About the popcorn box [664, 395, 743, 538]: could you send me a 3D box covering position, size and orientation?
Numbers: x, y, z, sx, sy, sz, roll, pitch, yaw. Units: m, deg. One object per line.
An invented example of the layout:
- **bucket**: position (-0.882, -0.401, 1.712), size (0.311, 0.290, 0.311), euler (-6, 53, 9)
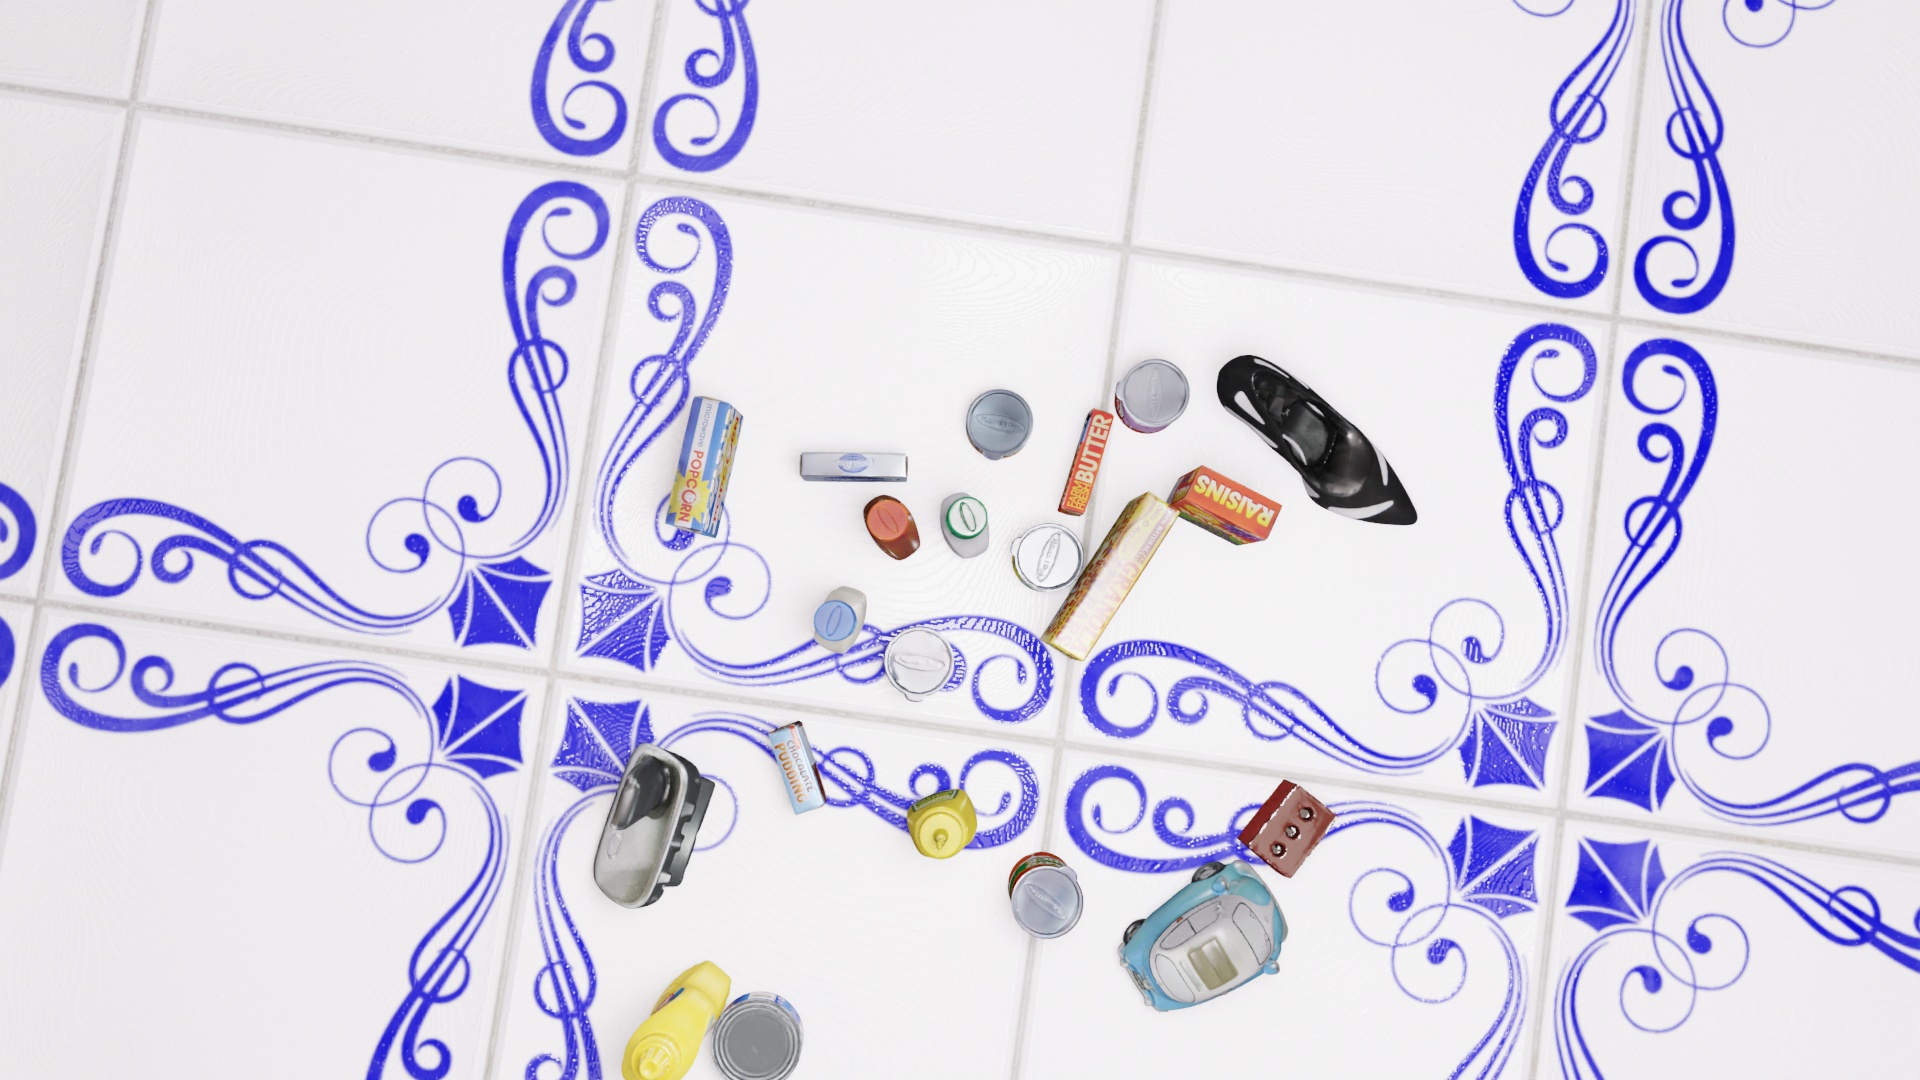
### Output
- **popcorn box**: position (-0.244, -0.069, 1.329), size (0.038, 0.085, 0.126), euler (12, 86, -1)

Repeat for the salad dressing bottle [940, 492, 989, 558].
- **salad dressing bottle**: position (0.005, -0.016, 1.301), size (0.044, 0.147, 0.064), euler (-21, 87, -2)

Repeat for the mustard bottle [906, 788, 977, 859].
- **mustard bottle**: position (-0.017, 0.263, 1.275), size (0.065, 0.160, 0.049), euler (-20, 87, -2)

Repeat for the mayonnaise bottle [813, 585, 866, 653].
- **mayonnaise bottle**: position (-0.113, 0.074, 1.291), size (0.041, 0.148, 0.065), euler (19, 87, 0)

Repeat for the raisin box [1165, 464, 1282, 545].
- **raisin box**: position (0.247, -0.032, 1.320), size (0.086, 0.123, 0.040), euler (28, 87, 0)

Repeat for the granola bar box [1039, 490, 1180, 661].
- **granola bar box**: position (0.139, 0.036, 1.312), size (0.039, 0.124, 0.165), euler (33, 86, 1)

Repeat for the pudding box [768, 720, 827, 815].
- **pudding box**: position (-0.155, 0.217, 1.330), size (0.030, 0.049, 0.083), euler (-19, 87, -2)

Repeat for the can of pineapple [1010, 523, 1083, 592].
- **can of pineapple**: position (0.082, 0.016, 1.345), size (0.071, 0.058, 0.071), euler (0, 86, -1)

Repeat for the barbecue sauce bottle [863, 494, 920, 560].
- **barbecue sauce bottle**: position (-0.065, -0.015, 1.298), size (0.044, 0.148, 0.065), euler (-36, 88, -3)

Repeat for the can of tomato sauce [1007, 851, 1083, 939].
- **can of tomato sauce**: position (0.080, 0.331, 1.311), size (0.071, 0.083, 0.071), euler (0, 87, -1)

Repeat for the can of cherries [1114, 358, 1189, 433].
- **can of cherries**: position (0.184, -0.141, 1.358), size (0.071, 0.058, 0.071), euler (0, 86, -1)

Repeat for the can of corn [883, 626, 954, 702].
- **can of corn**: position (-0.040, 0.118, 1.335), size (0.071, 0.058, 0.071), euler (0, 86, -1)

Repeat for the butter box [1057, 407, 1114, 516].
- **butter box**: position (0.122, -0.075, 1.355), size (0.024, 0.053, 0.103), euler (17, 86, 0)

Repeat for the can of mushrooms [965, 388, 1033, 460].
- **can of mushrooms**: position (0.037, -0.112, 1.365), size (0.071, 0.033, 0.071), euler (0, 86, -1)

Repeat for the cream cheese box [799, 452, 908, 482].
- **cream cheese box**: position (-0.102, -0.071, 1.349), size (0.104, 0.053, 0.024), euler (0, 87, -1)
